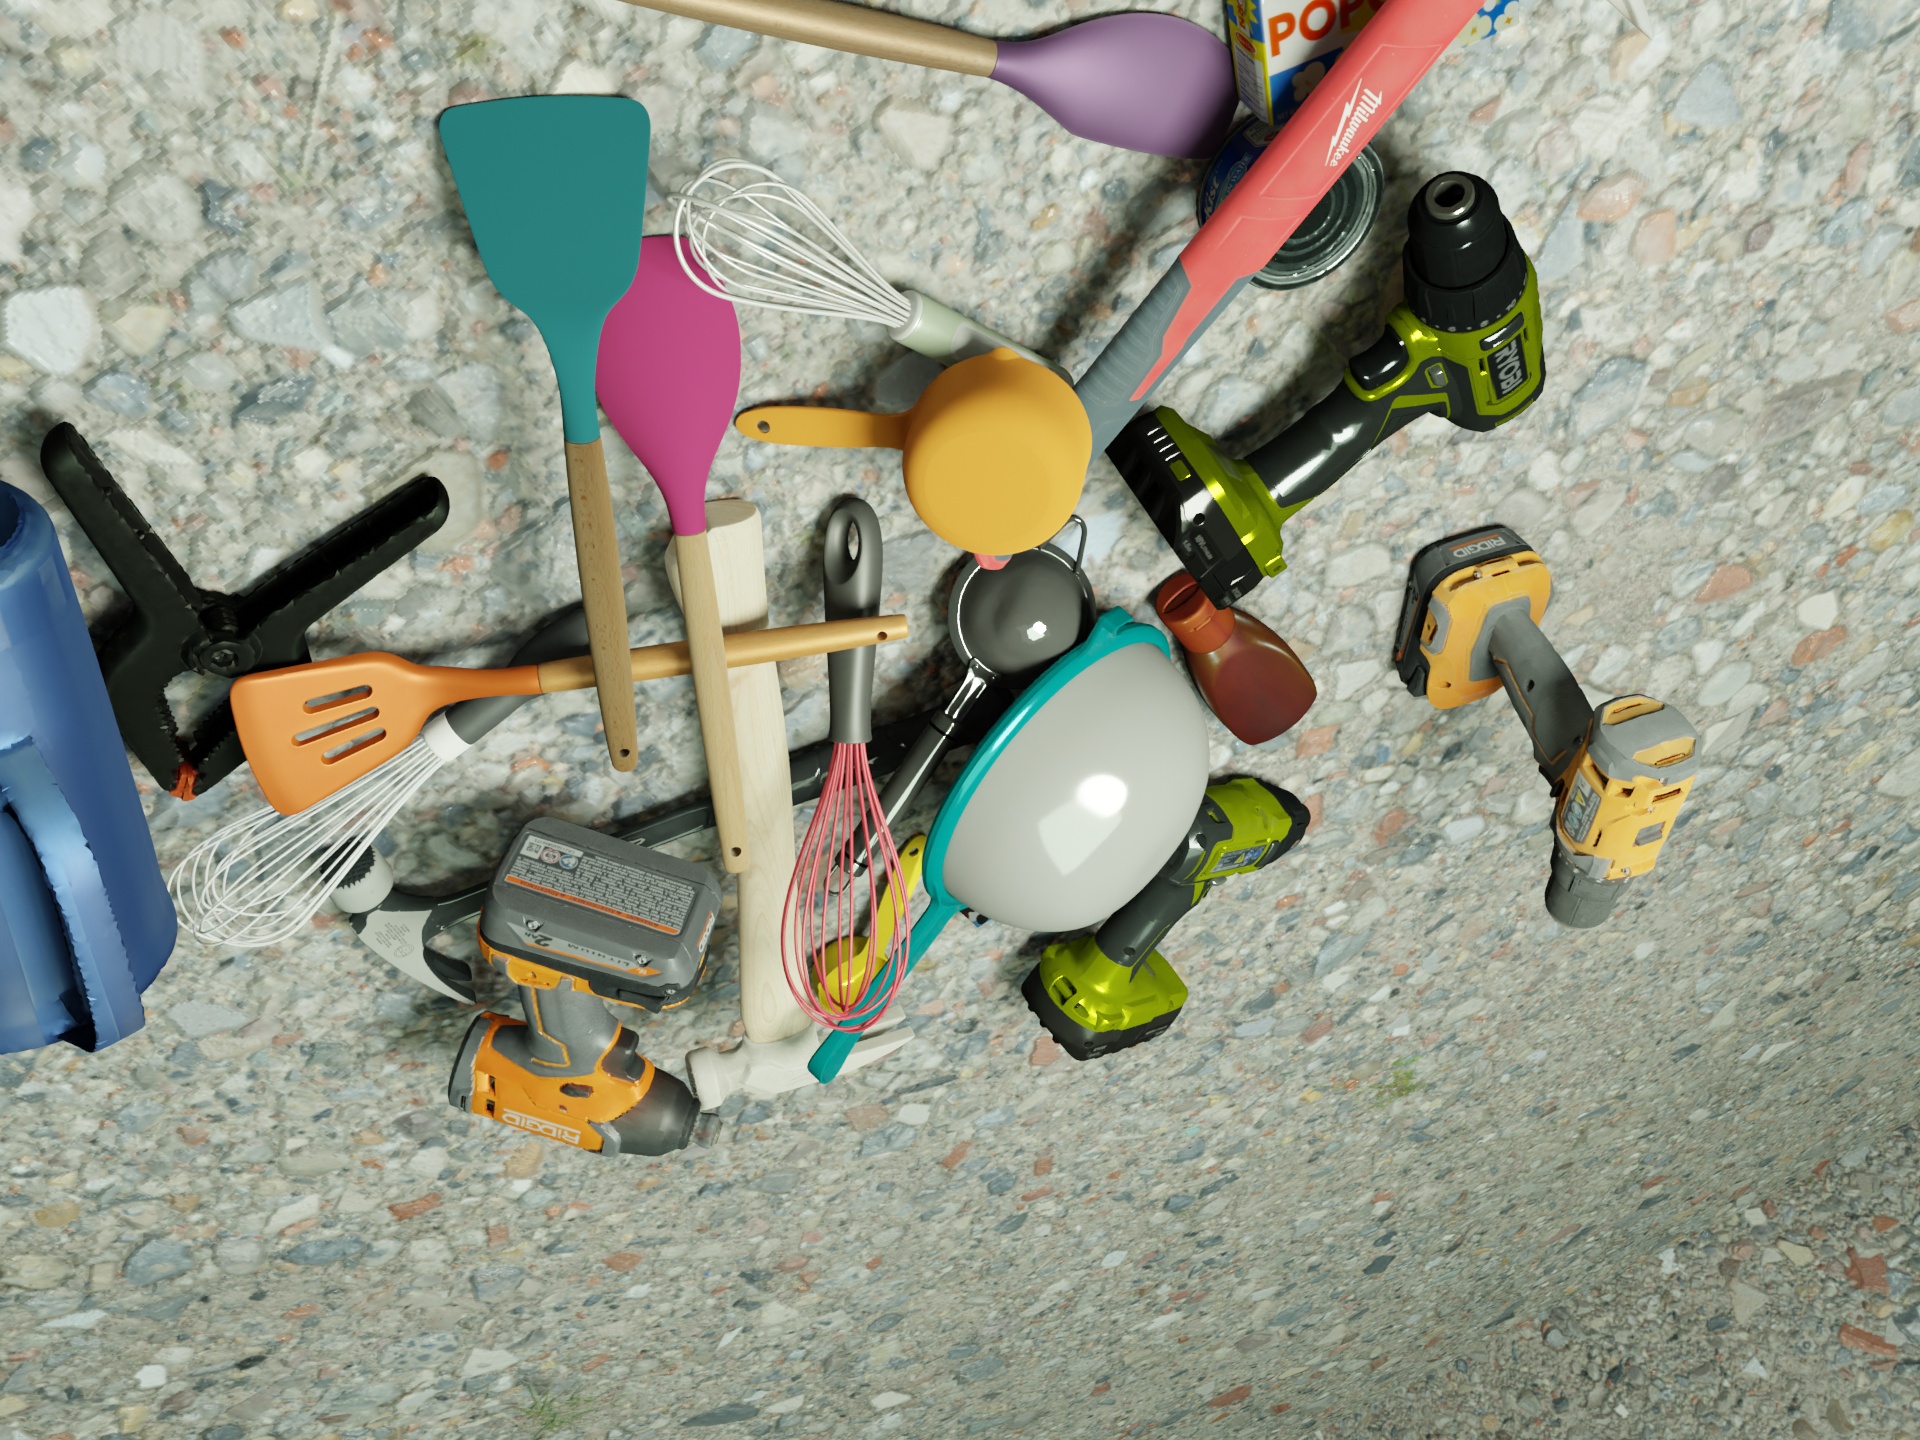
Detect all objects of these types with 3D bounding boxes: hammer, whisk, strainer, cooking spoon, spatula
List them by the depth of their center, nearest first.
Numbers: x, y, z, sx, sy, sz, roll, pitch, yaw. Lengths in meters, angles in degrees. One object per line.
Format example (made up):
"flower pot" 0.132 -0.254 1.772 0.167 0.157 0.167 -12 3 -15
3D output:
"spatula" -0.009 -0.283 0.663 0.315 0.018 0.059 -2 128 -29
"spatula" -0.165 -0.109 0.711 0.082 0.044 0.317 -9 128 -15
"whisk" -0.031 -0.190 0.734 0.246 0.059 0.058 15 98 -43
"hammer" 0.132 -0.206 0.738 0.143 0.038 0.386 20 128 -31
"cooking spoon" -0.125 -0.066 0.758 0.068 0.017 0.318 -9 116 -10
"spatula" -0.183 -0.019 0.787 0.322 0.041 0.081 -9 125 -7
"whisk" -0.293 0.026 0.827 0.284 0.070 0.070 -36 139 4
"whisk" -0.059 0.029 0.857 0.073 0.073 0.295 -4 103 -24
"strainer" -0.001 -0.003 0.895 0.086 0.050 0.258 32 100 -16
"hammer" -0.105 0.060 0.915 0.146 0.038 0.410 -13 127 -17
"strainer" 0.042 0.102 0.944 0.340 0.095 0.210 -52 157 2
"hammer" -0.153 0.061 0.949 0.409 0.036 0.149 -20 141 -7

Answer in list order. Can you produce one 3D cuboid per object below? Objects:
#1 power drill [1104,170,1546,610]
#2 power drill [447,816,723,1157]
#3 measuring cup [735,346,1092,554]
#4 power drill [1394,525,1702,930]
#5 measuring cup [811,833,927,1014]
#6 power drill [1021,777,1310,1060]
"power drill" 0.195 -0.170 0.826 0.228 0.080 0.190 -35 154 10
"power drill" -0.203 0.170 0.914 0.164 0.084 0.226 18 132 -3
"measuring cup" -0.026 -0.124 0.751 0.173 0.052 0.095 5 128 4
"power drill" 0.365 0.010 1.011 0.084 0.226 0.185 -17 139 -10
"measuring cup" -0.059 0.136 1.094 0.062 0.029 0.156 7 118 -33
"power drill" 0.154 0.137 1.150 0.171 0.080 0.223 -4 135 -46
